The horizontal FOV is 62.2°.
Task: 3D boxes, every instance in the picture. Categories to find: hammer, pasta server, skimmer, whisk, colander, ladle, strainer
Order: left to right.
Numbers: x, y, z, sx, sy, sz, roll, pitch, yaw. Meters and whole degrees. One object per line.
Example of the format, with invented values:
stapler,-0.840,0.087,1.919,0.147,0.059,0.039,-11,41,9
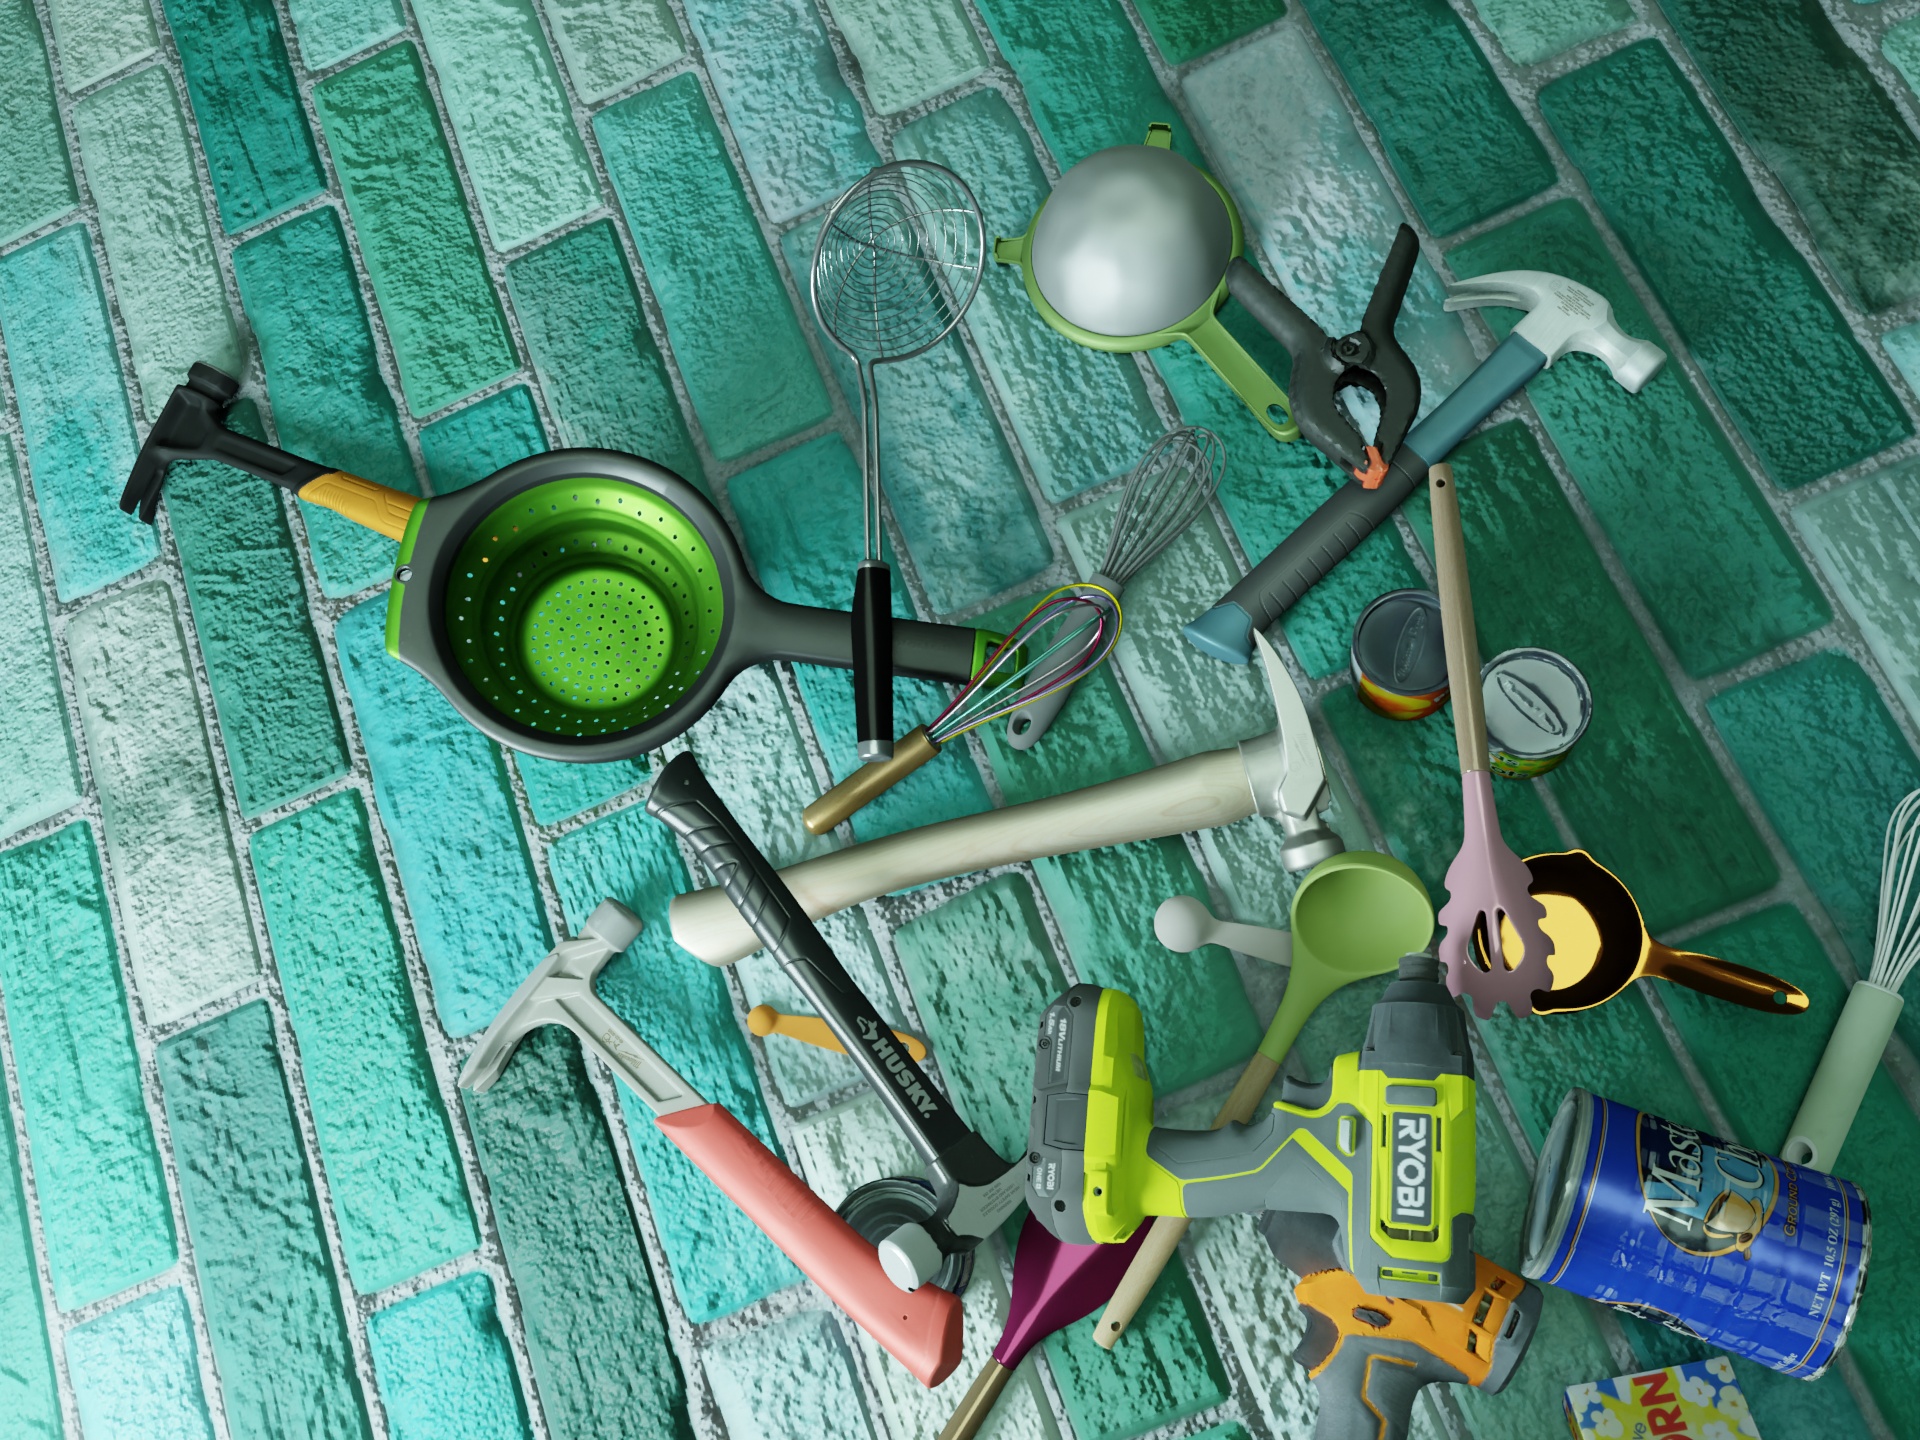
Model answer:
hammer,-0.443,-0.155,1.137,0.337,0.034,0.127,20,79,16
colander,-0.158,-0.053,1.033,0.397,0.094,0.205,8,75,-5
hammer,-0.142,0.262,0.934,0.359,0.036,0.149,36,84,27
hammer,-0.074,0.151,0.925,0.146,0.035,0.335,-28,71,-36
skimmer,-0.037,-0.159,0.978,0.090,0.127,0.363,-13,74,46
whisk,-0.002,-0.005,0.981,0.245,0.051,0.047,-36,104,16
hammer,0.015,0.064,0.972,0.410,0.038,0.146,-15,84,9
whisk,0.096,-0.085,1.005,0.055,0.055,0.239,29,87,17
strainer,0.140,-0.286,1.035,0.151,0.069,0.256,-36,70,0
ladle,0.163,0.215,0.895,0.078,0.062,0.320,31,87,-2
hammer,0.273,-0.154,0.991,0.331,0.033,0.128,-43,72,-2
pasta server,0.285,0.005,0.889,0.060,0.040,0.316,-7,72,17
whisk,0.501,0.140,0.861,0.058,0.059,0.246,20,82,53

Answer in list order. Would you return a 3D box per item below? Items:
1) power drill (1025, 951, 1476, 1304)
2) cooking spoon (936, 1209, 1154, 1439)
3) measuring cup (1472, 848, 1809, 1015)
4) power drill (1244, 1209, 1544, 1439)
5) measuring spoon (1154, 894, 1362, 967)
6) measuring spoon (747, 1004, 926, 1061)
power drill,0.155,0.206,0.840,0.223,0.080,0.171,-1,71,21
cooking spoon,0.010,0.387,0.903,0.069,0.017,0.319,31,82,18
measuring cup,0.372,0.133,0.884,0.174,0.052,0.095,16,79,13
power drill,0.185,0.359,0.832,0.164,0.084,0.226,27,69,18
measuring spoon,0.175,0.130,0.941,0.124,0.018,0.034,12,77,13
measuring spoon,-0.077,0.193,0.978,0.117,0.011,0.021,9,77,14
